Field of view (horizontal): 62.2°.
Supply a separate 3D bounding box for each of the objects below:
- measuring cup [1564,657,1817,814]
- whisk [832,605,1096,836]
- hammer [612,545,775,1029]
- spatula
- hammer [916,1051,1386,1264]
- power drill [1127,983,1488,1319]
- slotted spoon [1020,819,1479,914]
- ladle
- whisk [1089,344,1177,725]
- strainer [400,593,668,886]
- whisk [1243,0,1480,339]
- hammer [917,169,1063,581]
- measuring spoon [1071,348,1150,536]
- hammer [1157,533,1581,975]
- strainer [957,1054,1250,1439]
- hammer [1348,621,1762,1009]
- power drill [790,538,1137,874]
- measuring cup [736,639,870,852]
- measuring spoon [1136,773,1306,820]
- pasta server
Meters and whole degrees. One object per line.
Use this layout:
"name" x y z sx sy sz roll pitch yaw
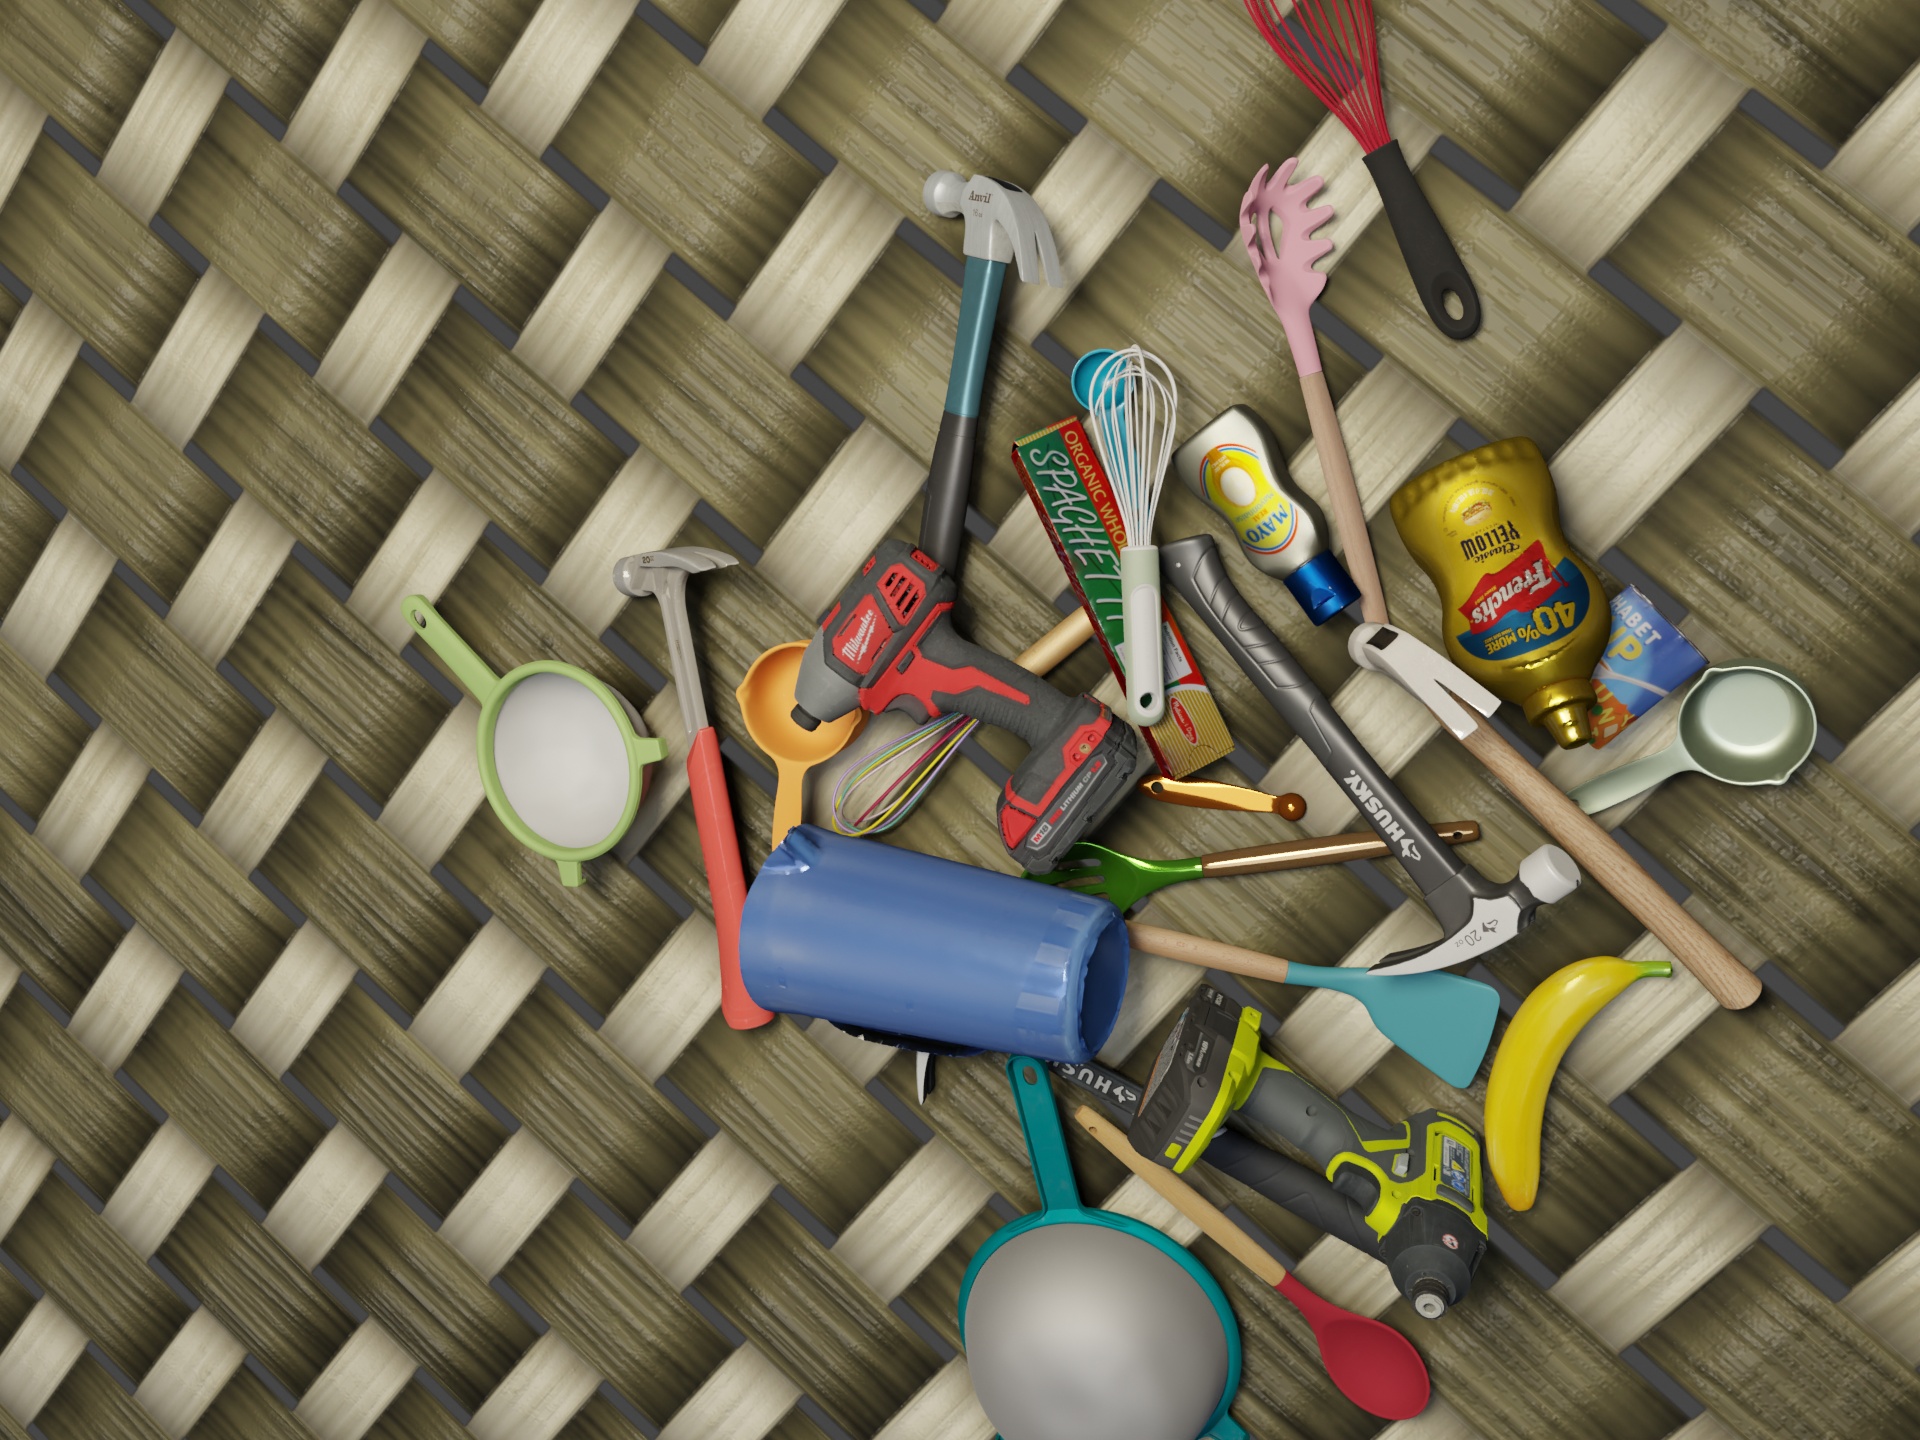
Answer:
"measuring cup" 0.451 0.018 1.000 0.167 0.038 0.083 -33 91 35
"whisk" 0.003 0.005 1.118 0.245 0.047 0.051 -39 103 14
"hammer" -0.177 0.053 1.153 0.149 0.036 0.359 7 109 54
"spatula" 0.195 0.168 1.076 0.317 0.044 0.082 13 117 7
"hammer" 0.153 0.290 1.123 0.409 0.036 0.149 27 106 10
"power drill" 0.228 0.276 1.018 0.223 0.171 0.080 28 116 6
"slotted spoon" 0.192 0.098 1.086 0.314 0.031 0.070 -10 101 15
"ladle" 0.200 0.371 1.103 0.315 0.031 0.069 41 118 -3
"whisk" 0.116 -0.119 1.031 0.058 0.059 0.246 -3 94 -6
"strainer" -0.320 -0.010 1.199 0.256 0.069 0.151 44 116 14
"whisk" 0.251 -0.371 0.981 0.073 0.073 0.296 -25 97 18
"hammer" -0.002 -0.194 1.074 0.128 0.033 0.331 30 117 48
"measuring spoon" 0.106 -0.187 1.074 0.042 0.021 0.128 -14 104 6
"hammer" 0.232 0.012 1.027 0.335 0.035 0.146 53 128 14
"strainer" 0.073 0.401 1.111 0.211 0.095 0.340 -9 104 20
"hammer" 0.375 0.062 0.985 0.331 0.130 0.031 43 96 -6
"power drill" -0.002 -0.003 1.061 0.219 0.078 0.143 38 101 -4
"measuring cup" -0.112 0.026 1.150 0.095 0.052 0.173 10 103 14
"measuring spoon" 0.178 0.053 1.090 0.117 0.011 0.021 8 101 15
"pasta server" 0.236 -0.197 1.020 0.060 0.040 0.316 -18 96 -19
